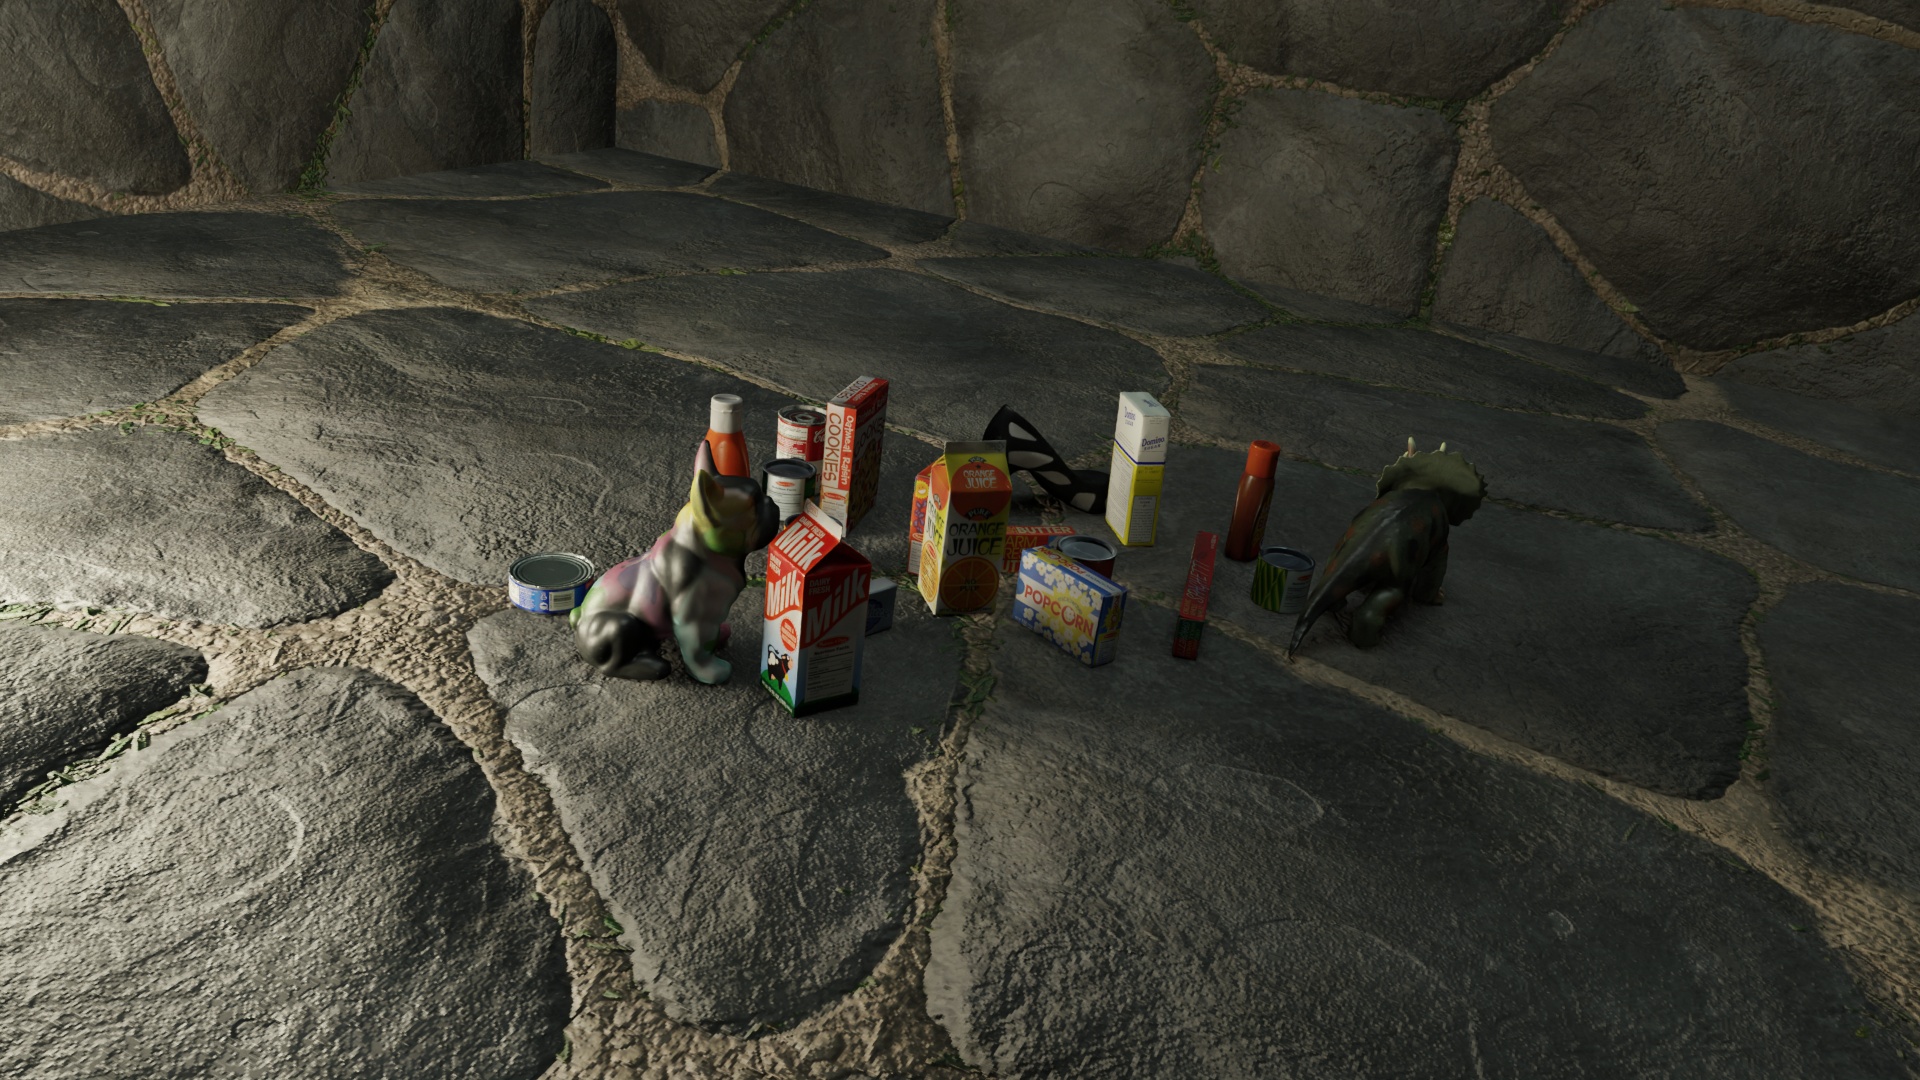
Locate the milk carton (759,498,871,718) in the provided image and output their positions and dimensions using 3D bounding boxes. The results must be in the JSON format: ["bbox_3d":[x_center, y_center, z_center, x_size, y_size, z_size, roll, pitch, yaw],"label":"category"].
[{"bbox_3d":[-0.135,0.061,1.293,0.074,0.189,0.072,-9,29,-34],"label":"milk carton"}]

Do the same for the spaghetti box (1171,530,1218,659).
[{"bbox_3d":[0.270,0.058,1.588,0.029,0.050,0.251,12,24,9],"label":"spaghetti box"}]

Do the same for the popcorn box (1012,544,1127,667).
[{"bbox_3d":[0.115,0.068,1.478,0.038,0.084,0.127,-13,31,-39],"label":"popcorn box"}]

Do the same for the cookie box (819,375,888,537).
[{"bbox_3d":[-0.130,-0.104,1.692,0.040,0.166,0.123,12,24,11],"label":"cookie box"}]

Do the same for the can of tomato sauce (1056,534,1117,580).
[{"bbox_3d":[0.133,0.045,1.538,0.071,0.082,0.071,6,24,-3],"label":"can of tomato sauce"}]

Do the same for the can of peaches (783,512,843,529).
[{"bbox_3d":[-0.168,0.007,1.567,0.071,0.057,0.071,6,24,-3],"label":"can of peaches"}]

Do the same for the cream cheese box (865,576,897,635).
[{"bbox_3d":[-0.113,0.075,1.435,0.104,0.053,0.024,-15,32,-40],"label":"cream cheese box"}]

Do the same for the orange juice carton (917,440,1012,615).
[{"bbox_3d":[0.005,-0.019,1.509,0.072,0.191,0.073,-1,25,-19],"label":"orange juice carton"}]

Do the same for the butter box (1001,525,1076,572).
[{"bbox_3d":[0.082,0.010,1.637,0.104,0.053,0.024,1,25,-15],"label":"butter box"}]

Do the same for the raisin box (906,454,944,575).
[{"bbox_3d":[-0.024,-0.029,1.607,0.040,0.122,0.086,16,25,19],"label":"raisin box"}]

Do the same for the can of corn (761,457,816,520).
[{"bbox_3d":[-0.211,-0.064,1.711,0.071,0.058,0.071,6,24,-3],"label":"can of corn"}]

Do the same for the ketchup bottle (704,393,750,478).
[{"bbox_3d":[-0.282,-0.099,1.659,0.065,0.148,0.044,1,24,-13],"label":"ketchup bottle"}]

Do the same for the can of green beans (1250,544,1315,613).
[{"bbox_3d":[0.379,0.046,1.637,0.071,0.057,0.071,6,24,-3],"label":"can of green beans"}]

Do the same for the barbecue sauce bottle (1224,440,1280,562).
[{"bbox_3d":[0.367,-0.051,1.739,0.044,0.147,0.065,18,26,22],"label":"barbecue sauce bottle"}]
